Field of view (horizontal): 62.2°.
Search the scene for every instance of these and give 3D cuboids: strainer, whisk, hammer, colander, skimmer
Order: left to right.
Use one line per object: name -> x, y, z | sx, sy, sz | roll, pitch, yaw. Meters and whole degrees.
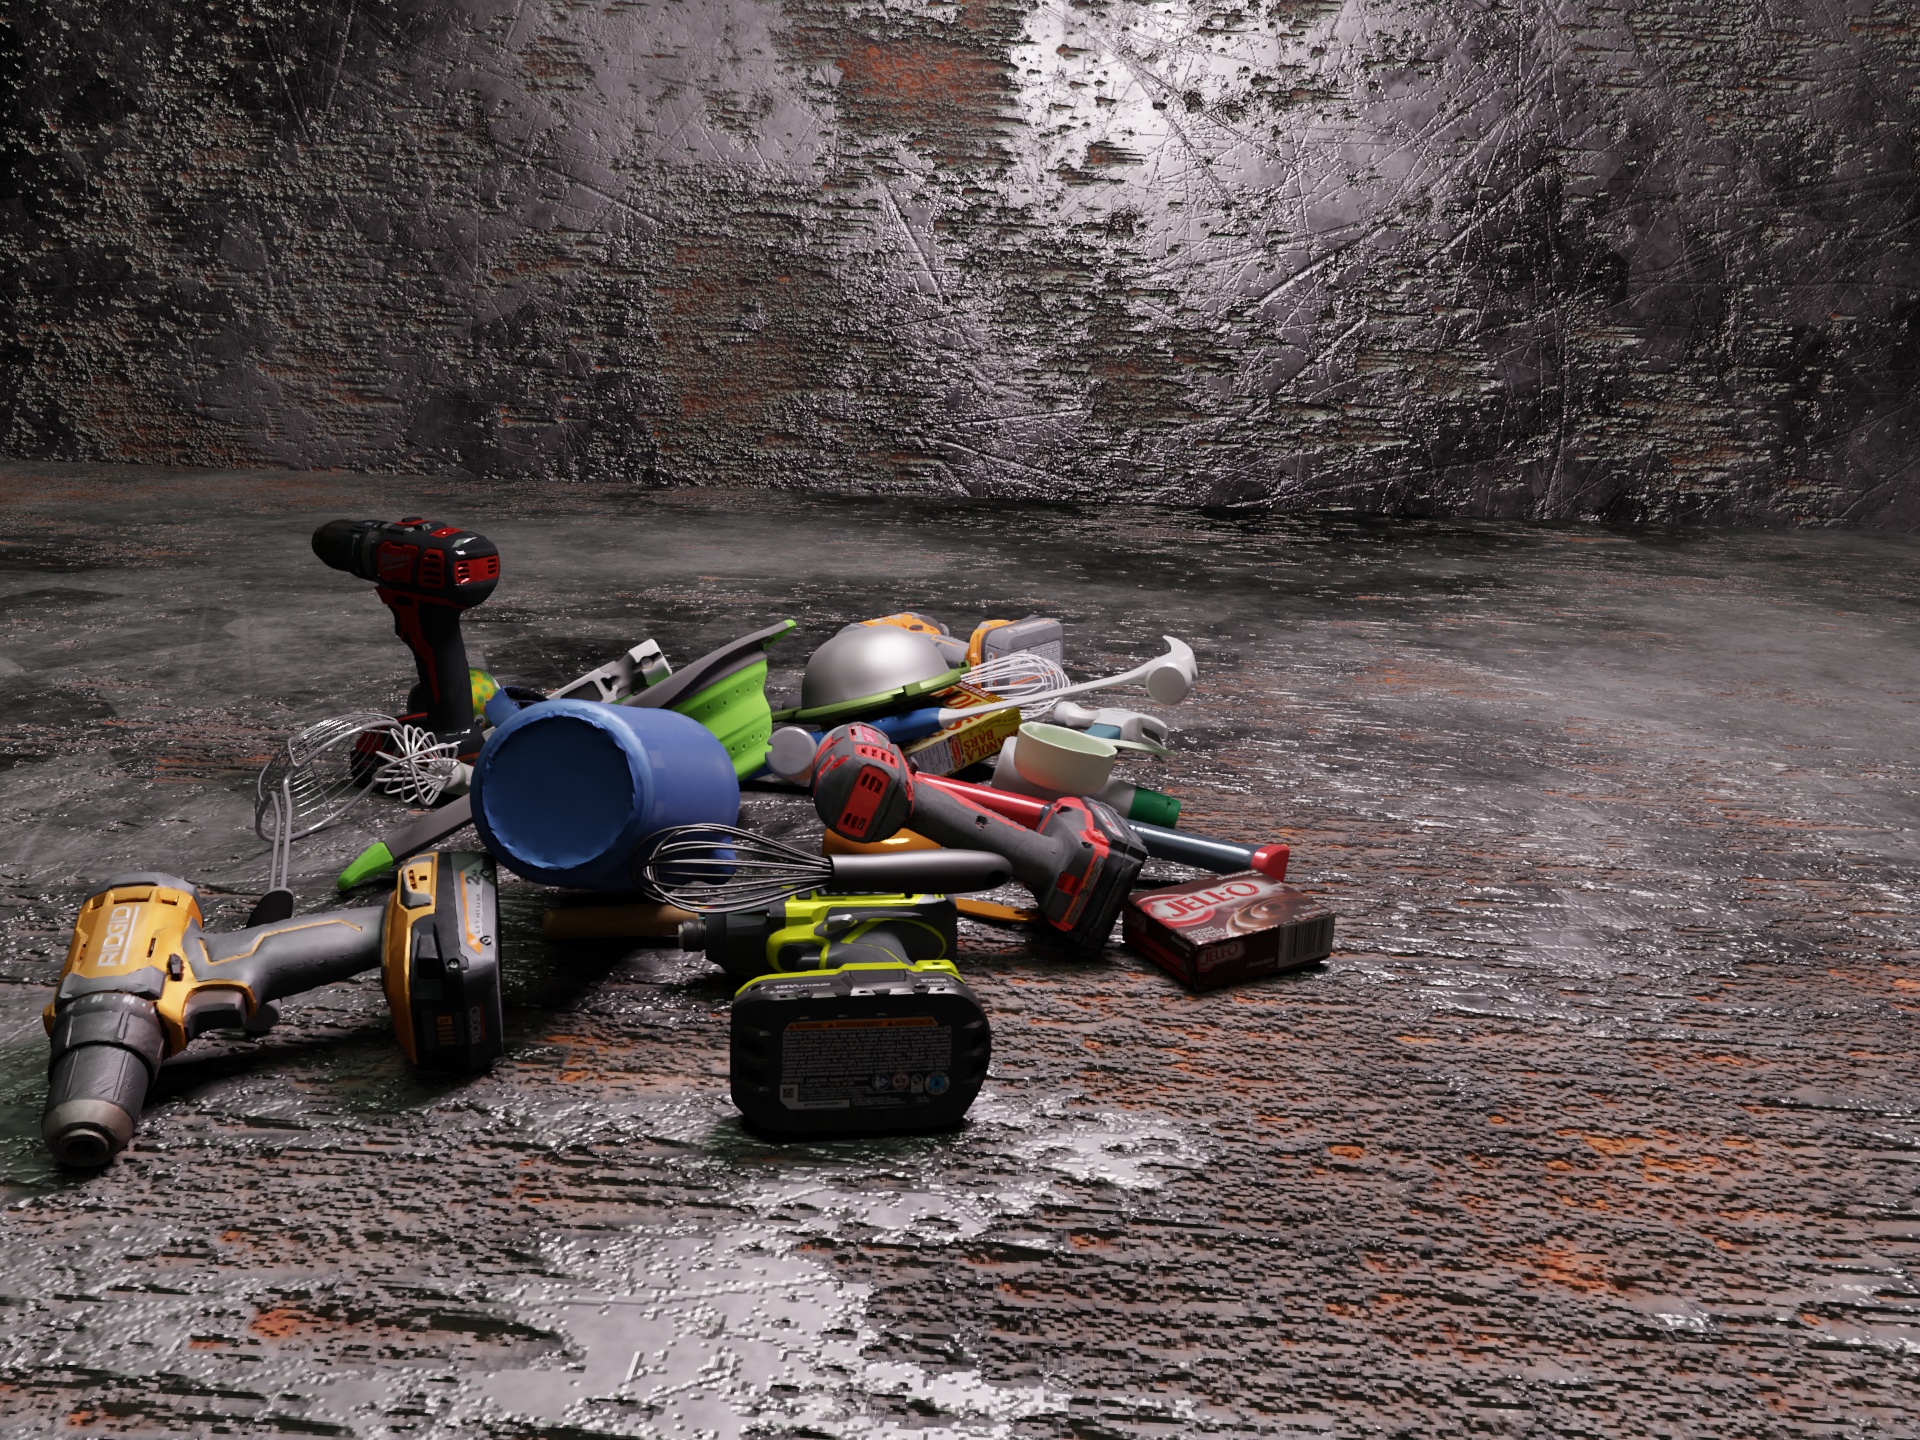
skimmer -> -0.431, 0.102, 1.072 | 0.090, 0.127, 0.364 | 40, 9, -31
whisk -> -0.381, 0.038, 1.170 | 0.059, 0.058, 0.246 | -24, -2, -9
hammer -> -0.308, -0.007, 1.340 | 0.146, 0.035, 0.335 | -30, 2, -8
colander -> -0.273, 0.054, 1.211 | 0.397, 0.094, 0.204 | -32, 3, -33
whisk -> -0.151, 0.125, 1.052 | 0.245, 0.047, 0.051 | -2, 17, -3
strainer -> -0.127, -0.037, 1.409 | 0.256, 0.069, 0.151 | -11, 6, 20
whisk -> -0.077, 0.088, 0.944 | 0.239, 0.055, 0.055 | 2, 14, -25
whisk -> -0.034, -0.024, 1.565 | 0.284, 0.070, 0.070 | -5, 16, -1
hammer -> -0.002, -0.004, 1.318 | 0.405, 0.035, 0.144 | -12, 9, 16
hammer -> 0.051, 0.070, 1.192 | 0.386, 0.038, 0.143 | 13, -6, 4
hammer -> 0.085, 0.039, 1.402 | 0.128, 0.033, 0.331 | 8, 17, 25

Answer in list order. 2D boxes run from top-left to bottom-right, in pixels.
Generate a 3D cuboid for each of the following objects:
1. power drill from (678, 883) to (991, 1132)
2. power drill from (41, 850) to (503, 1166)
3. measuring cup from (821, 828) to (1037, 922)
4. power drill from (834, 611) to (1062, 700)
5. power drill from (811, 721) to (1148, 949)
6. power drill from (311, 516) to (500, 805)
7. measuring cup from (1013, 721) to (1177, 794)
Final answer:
power drill -> -0.075, 0.151, 0.916 | 0.171, 0.080, 0.223 | 0, 12, -10
power drill -> -0.363, 0.150, 0.850 | 0.226, 0.084, 0.186 | -3, 33, -14
measuring cup -> -0.021, 0.103, 1.124 | 0.174, 0.052, 0.095 | 9, 17, 31
power drill -> -0.003, -0.077, 1.719 | 0.227, 0.084, 0.164 | 9, 16, 35
power drill -> 0.003, 0.066, 1.063 | 0.219, 0.078, 0.143 | 23, 9, -12
power drill -> -0.462, -0.058, 1.321 | 0.188, 0.226, 0.080 | 11, 18, 29
measuring cup -> 0.109, 0.034, 1.232 | 0.167, 0.038, 0.083 | 6, 14, -43
